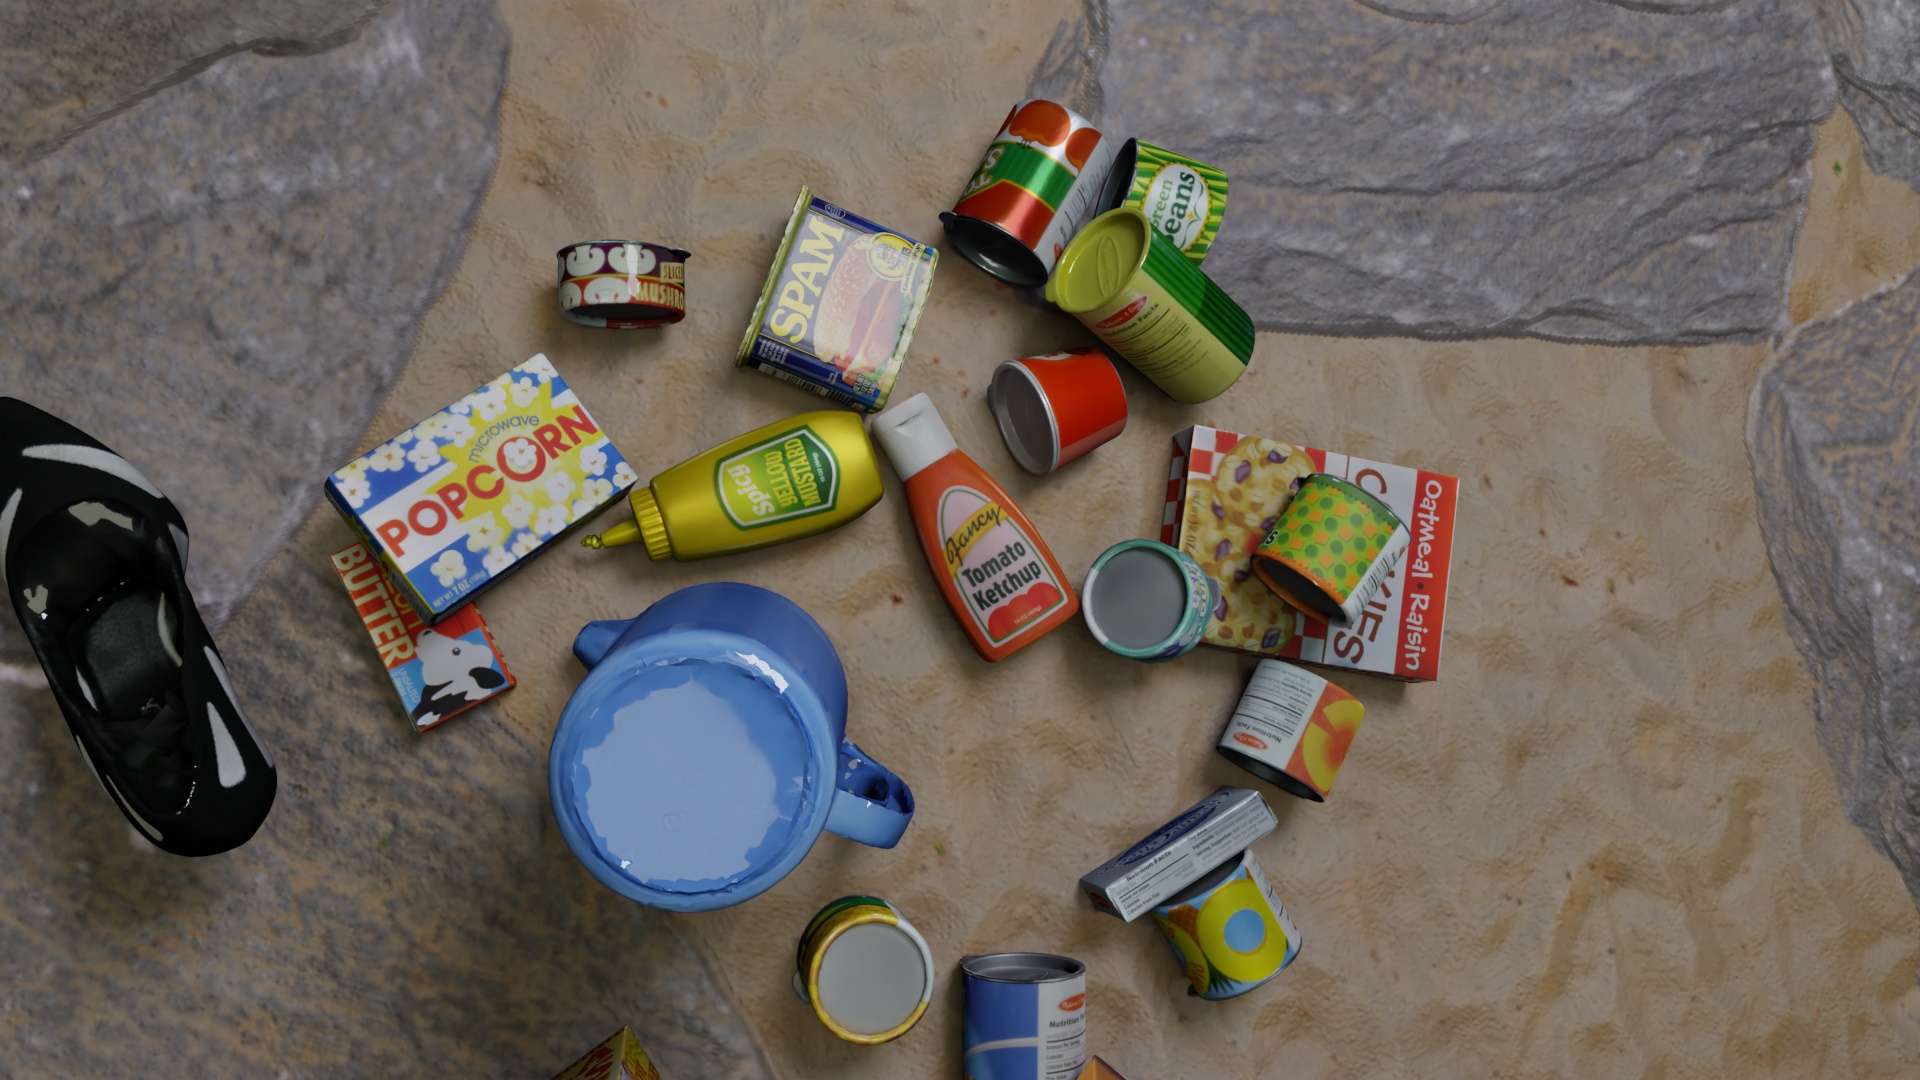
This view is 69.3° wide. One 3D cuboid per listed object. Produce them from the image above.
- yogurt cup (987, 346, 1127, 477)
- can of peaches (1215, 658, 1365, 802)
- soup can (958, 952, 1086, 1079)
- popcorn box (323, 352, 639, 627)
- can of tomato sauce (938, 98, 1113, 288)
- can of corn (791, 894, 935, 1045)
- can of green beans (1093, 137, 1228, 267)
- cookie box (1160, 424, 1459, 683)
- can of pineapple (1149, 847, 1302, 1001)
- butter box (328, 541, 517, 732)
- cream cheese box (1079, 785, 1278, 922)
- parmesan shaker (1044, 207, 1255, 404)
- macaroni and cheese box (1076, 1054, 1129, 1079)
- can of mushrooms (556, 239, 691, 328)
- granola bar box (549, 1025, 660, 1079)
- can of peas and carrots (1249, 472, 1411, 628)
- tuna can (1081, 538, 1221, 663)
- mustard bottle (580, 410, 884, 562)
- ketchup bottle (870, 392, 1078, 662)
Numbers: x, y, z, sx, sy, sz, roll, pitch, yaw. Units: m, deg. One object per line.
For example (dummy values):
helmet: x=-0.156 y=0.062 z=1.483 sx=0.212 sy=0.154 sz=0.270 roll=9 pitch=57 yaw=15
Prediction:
yogurt cup: x=0.057 y=-0.075 z=0.777 sx=0.054 sy=0.072 sz=0.072 roll=-21 pitch=89 yaw=-21
can of peaches: x=0.187 y=0.108 z=0.785 sx=0.071 sy=0.071 sz=0.058 roll=30 pitch=79 yaw=-8
soup can: x=0.031 y=0.267 z=0.737 sx=0.071 sy=0.071 sz=0.084 roll=1 pitch=85 yaw=-12
popcorn box: x=-0.241 y=-0.027 z=0.705 sx=0.127 sy=0.038 sz=0.085 roll=-39 pitch=93 yaw=-29
can of tomato sauce: x=0.037 y=-0.196 z=0.783 sx=0.071 sy=0.071 sz=0.083 roll=31 pitch=79 yaw=-7
can of corn: x=-0.052 y=0.225 z=0.725 sx=0.071 sy=0.058 sz=0.071 roll=1 pitch=84 yaw=-12
can of green beans: x=0.114 y=-0.190 z=0.798 sx=0.058 sy=0.071 sz=0.071 roll=17 pitch=82 yaw=-10
cookie box: x=0.201 y=0.010 z=0.810 sx=0.167 sy=0.040 sz=0.123 roll=10 pitch=83 yaw=-10
can of pineapple: x=0.143 y=0.210 z=0.764 sx=0.071 sy=0.071 sz=0.058 roll=-30 pitch=91 yaw=-13
butter box: x=-0.276 y=0.041 z=0.715 sx=0.053 sy=0.024 sz=0.103 roll=-27 pitch=90 yaw=-13
cream cheese box: x=0.121 y=0.173 z=0.769 sx=0.104 sy=0.053 sz=0.024 roll=-29 pitch=89 yaw=-13
parmesan shaker: x=0.107 y=-0.127 z=0.772 sx=0.103 sy=0.071 sz=0.071 roll=33 pitch=78 yaw=-37
macaroni and cheese box: x=0.090 y=0.360 z=0.716 sx=0.166 sy=0.040 sz=0.124 roll=45 pitch=77 yaw=-31
can of mushrooms: x=-0.176 y=-0.134 z=0.731 sx=0.071 sy=0.071 sz=0.033 roll=-1 pitch=86 yaw=-12
granola bar box: x=-0.219 y=0.308 z=0.648 sx=0.166 sy=0.124 sz=0.039 roll=-34 pitch=92 yaw=-13
can of peas and carrots: x=0.198 y=0.005 z=0.755 sx=0.071 sy=0.071 sz=0.059 roll=39 pitch=80 yaw=-6
tuna can: x=0.104 y=0.033 z=0.759 sx=0.071 sy=0.033 sz=0.071 roll=-6 pitch=77 yaw=27
mustard bottle: x=-0.123 y=-0.021 z=0.740 sx=0.160 sy=0.048 sz=0.065 roll=-20 pitch=87 yaw=-13
ketchup bottle: x=0.003 y=-0.010 z=0.768 sx=0.065 sy=0.043 sz=0.149 roll=-31 pitch=91 yaw=-7
